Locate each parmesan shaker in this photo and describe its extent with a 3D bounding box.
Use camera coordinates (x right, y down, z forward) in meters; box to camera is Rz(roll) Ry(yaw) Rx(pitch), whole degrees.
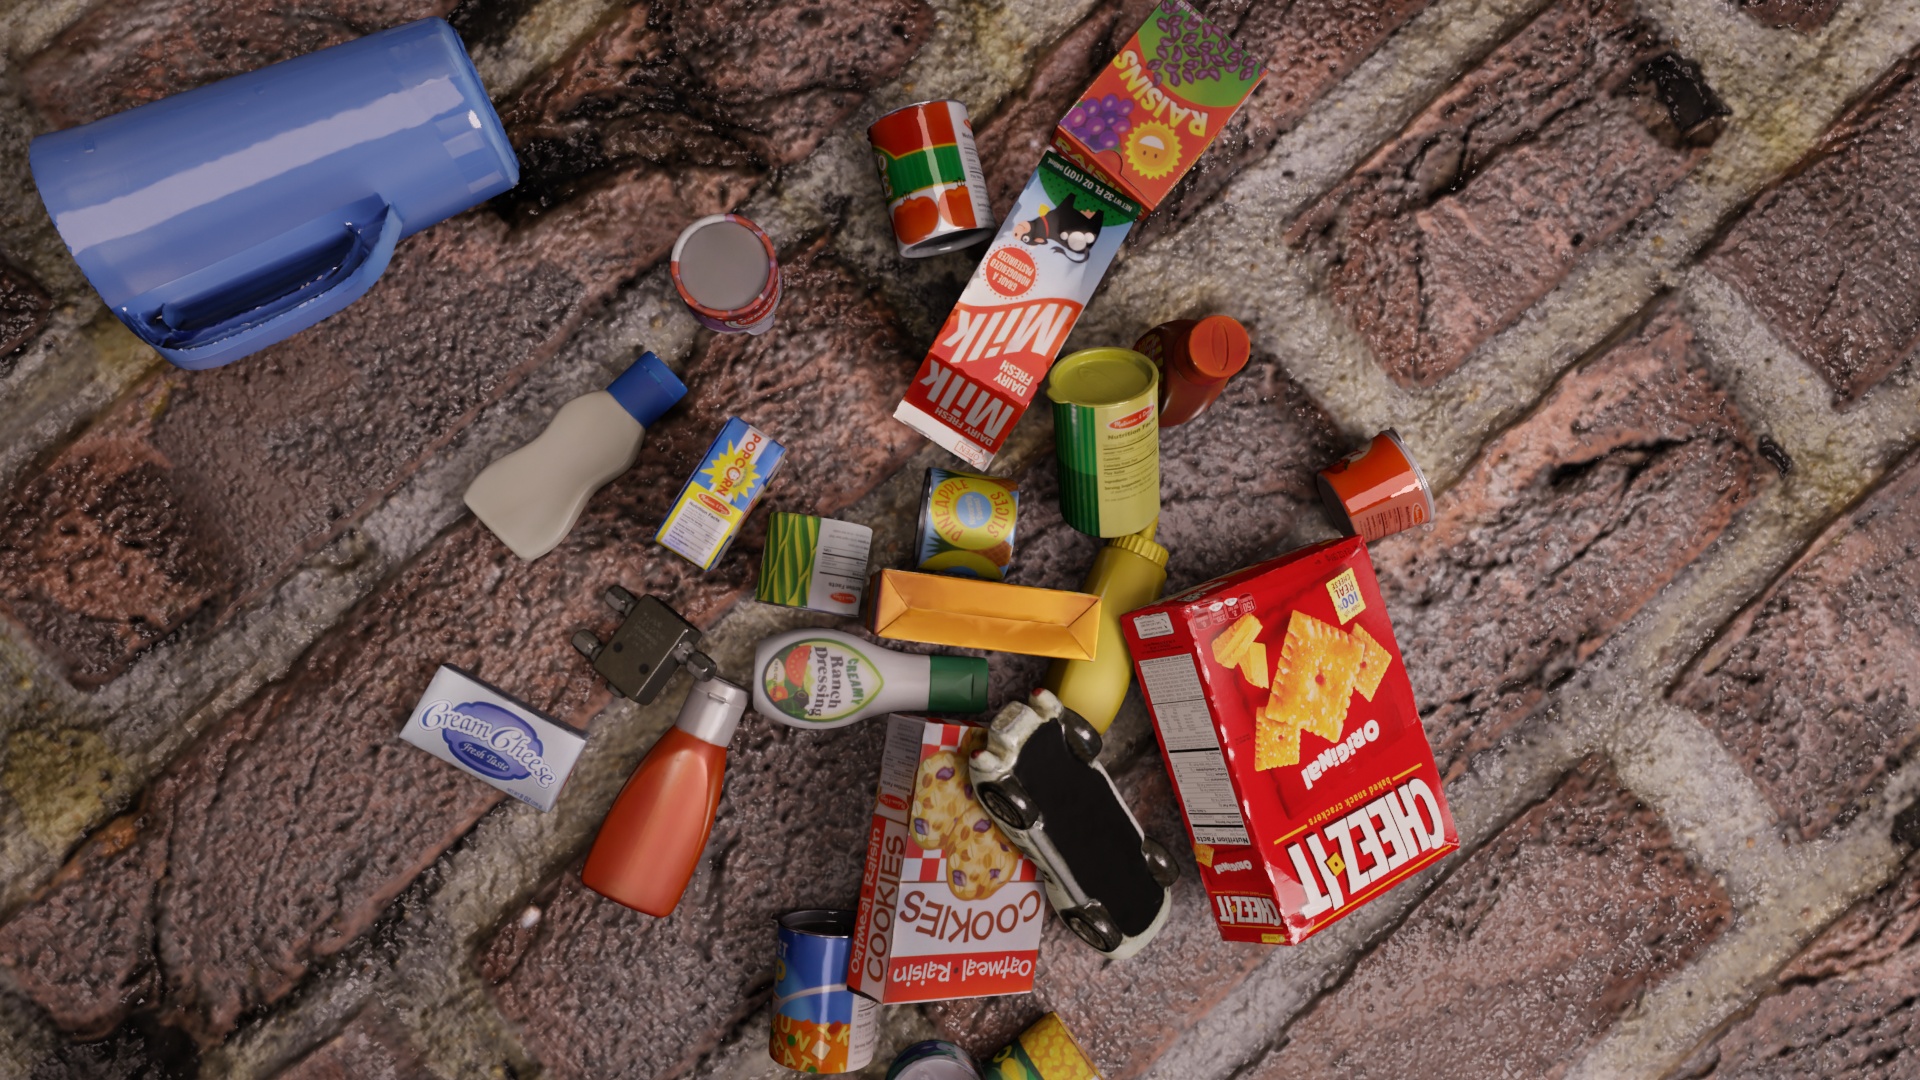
[{"bbox_3d":[0.089,-0.060,0.872,0.071,0.071,0.102,-12,129,-6],"label":"parmesan shaker"}]

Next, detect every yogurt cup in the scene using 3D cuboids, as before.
[{"bbox_3d":[0.271,-0.032,0.915,0.054,0.072,0.072,-26,91,2],"label":"yogurt cup"}]

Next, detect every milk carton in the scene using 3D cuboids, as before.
[{"bbox_3d":[0.034,-0.143,0.890,0.072,0.073,0.190,31,85,-3],"label":"milk carton"}]

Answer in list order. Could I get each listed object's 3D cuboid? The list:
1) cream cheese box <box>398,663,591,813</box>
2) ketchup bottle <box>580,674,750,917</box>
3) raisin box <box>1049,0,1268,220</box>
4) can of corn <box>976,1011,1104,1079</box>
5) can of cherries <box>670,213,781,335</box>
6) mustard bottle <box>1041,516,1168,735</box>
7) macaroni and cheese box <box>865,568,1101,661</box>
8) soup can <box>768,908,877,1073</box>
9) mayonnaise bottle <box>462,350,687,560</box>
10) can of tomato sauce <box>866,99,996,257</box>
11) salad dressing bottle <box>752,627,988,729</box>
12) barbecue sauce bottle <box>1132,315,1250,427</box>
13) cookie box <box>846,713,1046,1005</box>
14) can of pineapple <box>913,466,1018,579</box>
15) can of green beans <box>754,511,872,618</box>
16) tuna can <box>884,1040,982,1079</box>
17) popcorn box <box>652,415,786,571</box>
[{"bbox_3d":[-0.291,0.123,0.872,0.104,0.024,0.053,28,84,-4],"label":"cream cheese box"},{"bbox_3d":[-0.179,0.156,0.872,0.065,0.043,0.149,25,85,-4],"label":"ketchup bottle"},{"bbox_3d":[0.131,-0.288,0.923,0.086,0.040,0.123,40,85,-4],"label":"raisin box"},{"bbox_3d":[0.053,0.340,0.877,0.058,0.071,0.071,-36,92,-6],"label":"can of corn"},{"bbox_3d":[-0.146,-0.167,0.881,0.071,0.058,0.071,0,87,-5],"label":"can of cherries"},{"bbox_3d":[0.099,0.046,0.895,0.049,0.065,0.160,25,80,-7],"label":"mustard bottle"},{"bbox_3d":[0.008,0.044,0.833,0.124,0.166,0.040,7,87,-5],"label":"macaroni and cheese box"},{"bbox_3d":[-0.086,0.279,0.865,0.071,0.071,0.083,5,88,-5],"label":"soup can"},{"bbox_3d":[-0.238,-0.057,0.877,0.148,0.041,0.065,-44,94,-7],"label":"mayonnaise bottle"},{"bbox_3d":[-0.020,-0.231,0.893,0.071,0.071,0.083,-14,90,-6],"label":"can of tomato sauce"},{"bbox_3d":[-0.057,0.089,0.886,0.148,0.044,0.064,3,89,-6],"label":"salad dressing bottle"},{"bbox_3d":[0.140,-0.109,0.861,0.044,0.148,0.065,-3,89,-6],"label":"barbecue sauce bottle"},{"bbox_3d":[0.001,0.196,0.861,0.123,0.040,0.167,12,86,-40],"label":"cookie box"},{"bbox_3d":[0.003,-0.011,0.884,0.058,0.071,0.071,8,87,-6],"label":"can of pineapple"},{"bbox_3d":[-0.092,0.015,0.875,0.071,0.071,0.058,9,86,-5],"label":"can of green beans"},{"bbox_3d":[-0.019,0.357,0.884,0.071,0.033,0.071,0,88,-6],"label":"tuna can"},{"bbox_3d":[-0.144,-0.027,0.842,0.038,0.126,0.085,32,86,-7],"label":"popcorn box"}]
